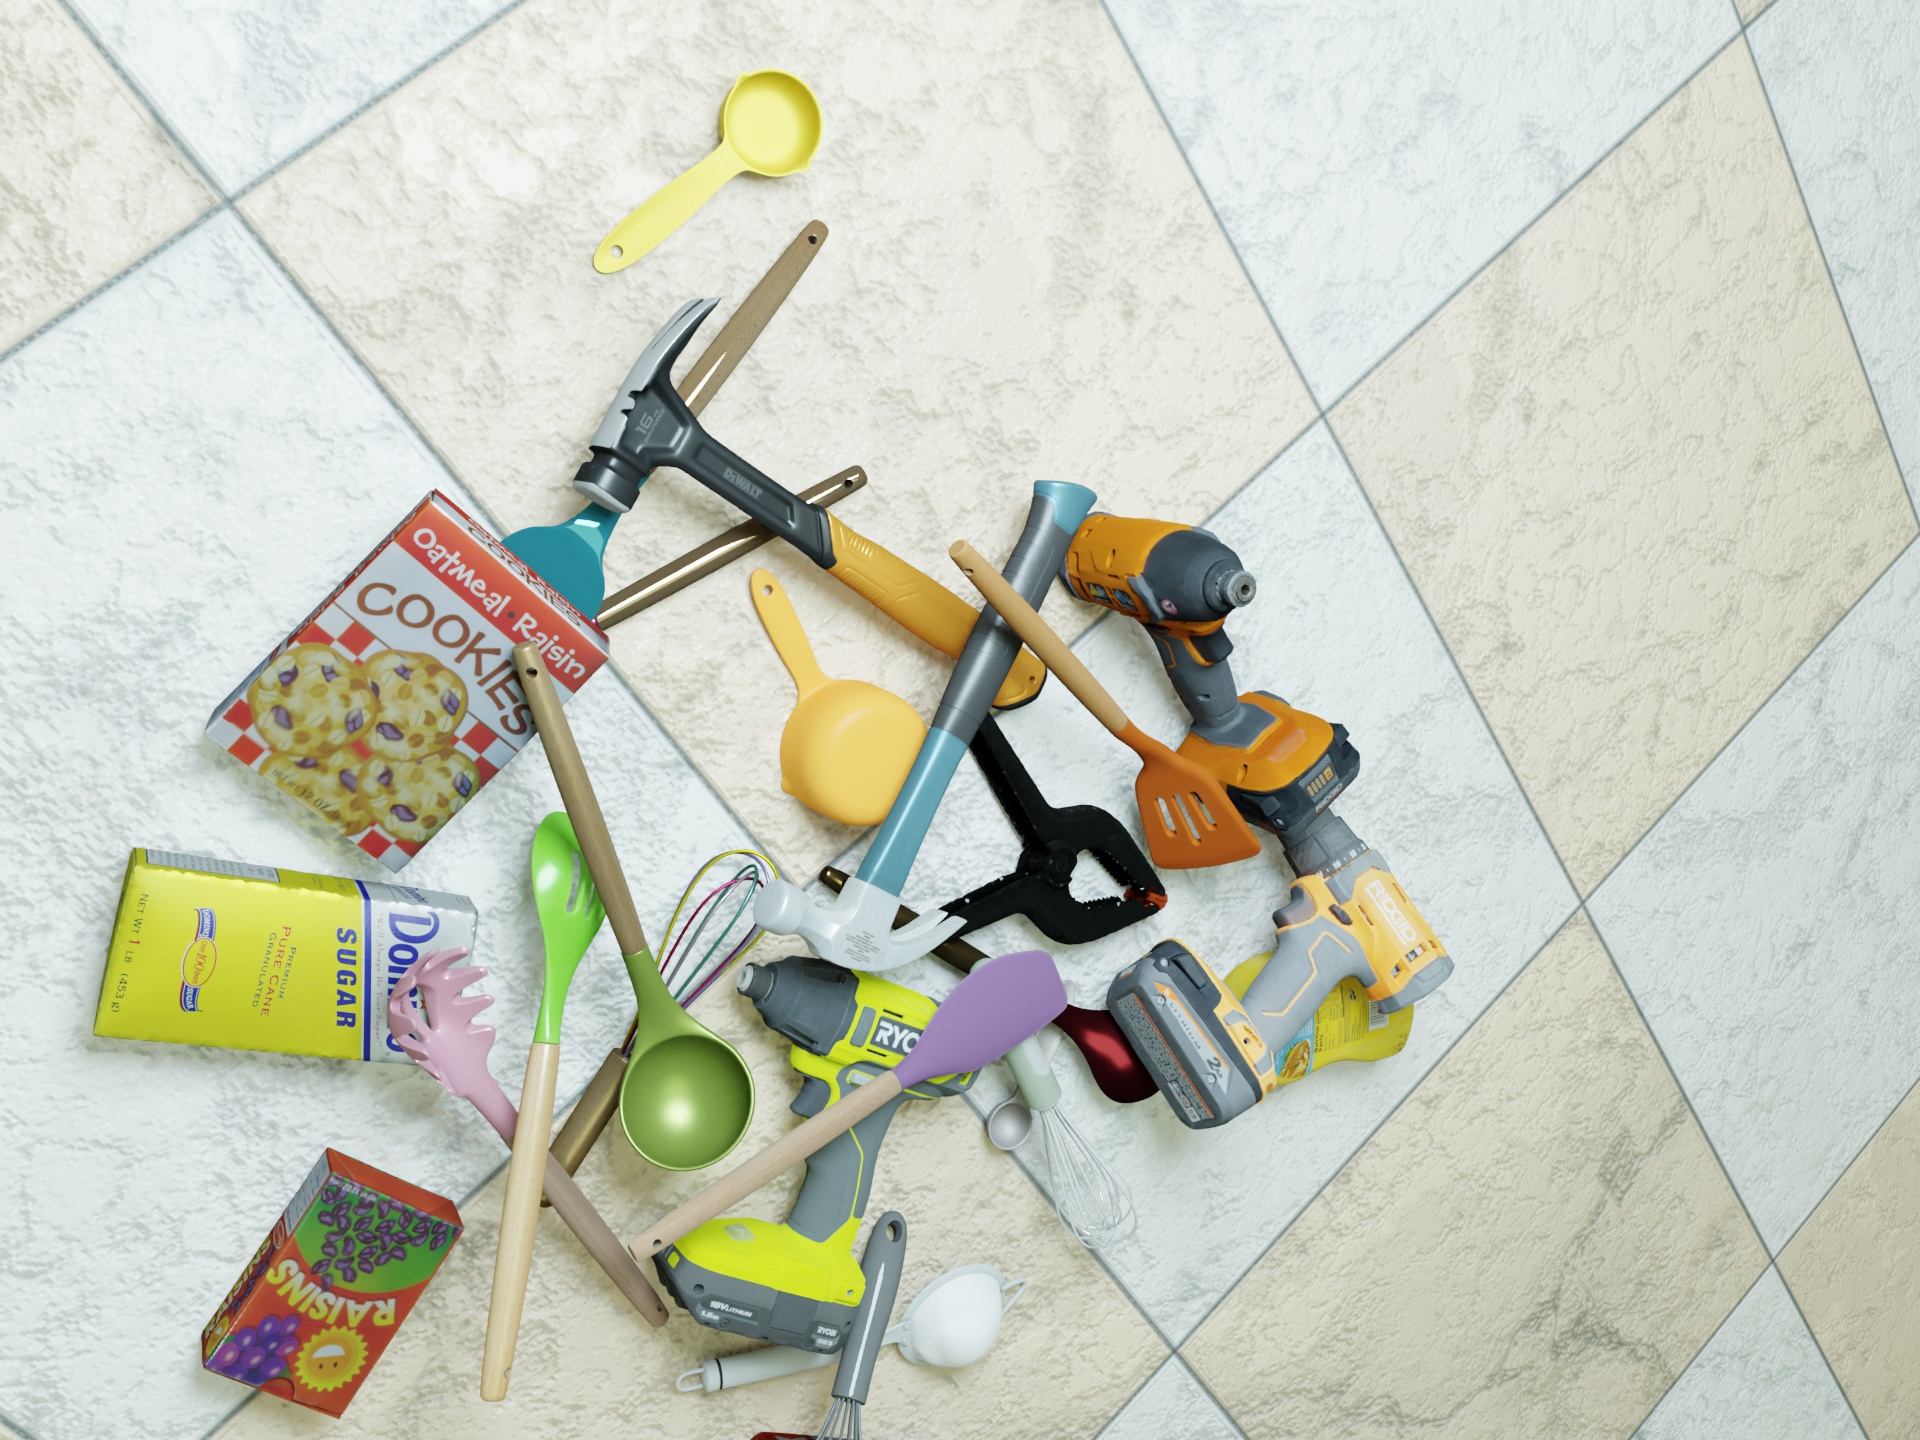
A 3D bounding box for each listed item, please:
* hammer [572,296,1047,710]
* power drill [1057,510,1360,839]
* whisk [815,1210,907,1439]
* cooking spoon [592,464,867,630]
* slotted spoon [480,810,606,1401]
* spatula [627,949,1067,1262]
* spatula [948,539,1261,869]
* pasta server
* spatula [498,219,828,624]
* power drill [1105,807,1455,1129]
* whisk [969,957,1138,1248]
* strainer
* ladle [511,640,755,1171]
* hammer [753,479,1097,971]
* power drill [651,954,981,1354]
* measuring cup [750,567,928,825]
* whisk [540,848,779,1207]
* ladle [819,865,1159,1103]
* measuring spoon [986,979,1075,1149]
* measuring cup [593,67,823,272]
[{"bbox_3d":[-0.062,-0.104,0.939,0.336,0.034,0.127,34,78,-36],"label":"hammer"},{"bbox_3d":[0.168,-0.032,1.023,0.084,0.164,0.226,-42,117,-14],"label":"power drill"},{"bbox_3d":[-0.067,0.428,1.005,0.055,0.055,0.239,34,53,-28],"label":"whisk"},{"bbox_3d":[-0.188,-0.070,0.914,0.319,0.017,0.068,-32,112,-18],"label":"cooking spoon"},{"bbox_3d":[-0.229,0.203,0.869,0.070,0.031,0.314,37,55,-62],"label":"slotted spoon"},{"bbox_3d":[-0.061,0.229,0.960,0.316,0.018,0.059,-29,104,-27],"label":"spatula"},{"bbox_3d":[0.085,-0.003,0.985,0.322,0.081,0.041,44,46,-40],"label":"spatula"},{"bbox_3d":[-0.236,0.250,0.905,0.316,0.040,0.060,66,31,-31],"label":"pasta server"},{"bbox_3d":[-0.170,-0.163,0.896,0.082,0.044,0.317,39,73,-19],"label":"spatula"},{"bbox_3d":[0.210,0.151,1.097,0.226,0.084,0.185,-29,80,-24],"label":"power drill"},{"bbox_3d":[0.060,0.259,1.067,0.246,0.059,0.058,66,33,-22],"label":"whisk"},{"bbox_3d":[-0.062,0.417,1.061,0.258,0.050,0.086,-3,115,-23],"label":"strainer"},{"bbox_3d":[-0.185,0.108,0.869,0.078,0.062,0.320,-18,113,-9],"label":"ladle"},{"bbox_3d":[-0.002,-0.003,0.959,0.128,0.033,0.331,34,77,-37],"label":"hammer"},{"bbox_3d":[-0.097,0.264,0.994,0.171,0.080,0.223,26,84,-28],"label":"power drill"},{"bbox_3d":[-0.078,-0.014,0.961,0.095,0.052,0.173,-33,115,-18],"label":"measuring cup"},{"bbox_3d":[-0.183,0.185,0.952,0.047,0.051,0.245,35,86,-34],"label":"whisk"},{"bbox_3d":[0.033,0.175,1.064,0.315,0.031,0.069,34,76,-24],"label":"ladle"},{"bbox_3d":[0.049,0.236,1.099,0.034,0.018,0.124,30,79,-26],"label":"measuring spoon"},{"bbox_3d":[-0.146,-0.304,0.894,0.156,0.029,0.062,-40,115,-2],"label":"measuring cup"}]
